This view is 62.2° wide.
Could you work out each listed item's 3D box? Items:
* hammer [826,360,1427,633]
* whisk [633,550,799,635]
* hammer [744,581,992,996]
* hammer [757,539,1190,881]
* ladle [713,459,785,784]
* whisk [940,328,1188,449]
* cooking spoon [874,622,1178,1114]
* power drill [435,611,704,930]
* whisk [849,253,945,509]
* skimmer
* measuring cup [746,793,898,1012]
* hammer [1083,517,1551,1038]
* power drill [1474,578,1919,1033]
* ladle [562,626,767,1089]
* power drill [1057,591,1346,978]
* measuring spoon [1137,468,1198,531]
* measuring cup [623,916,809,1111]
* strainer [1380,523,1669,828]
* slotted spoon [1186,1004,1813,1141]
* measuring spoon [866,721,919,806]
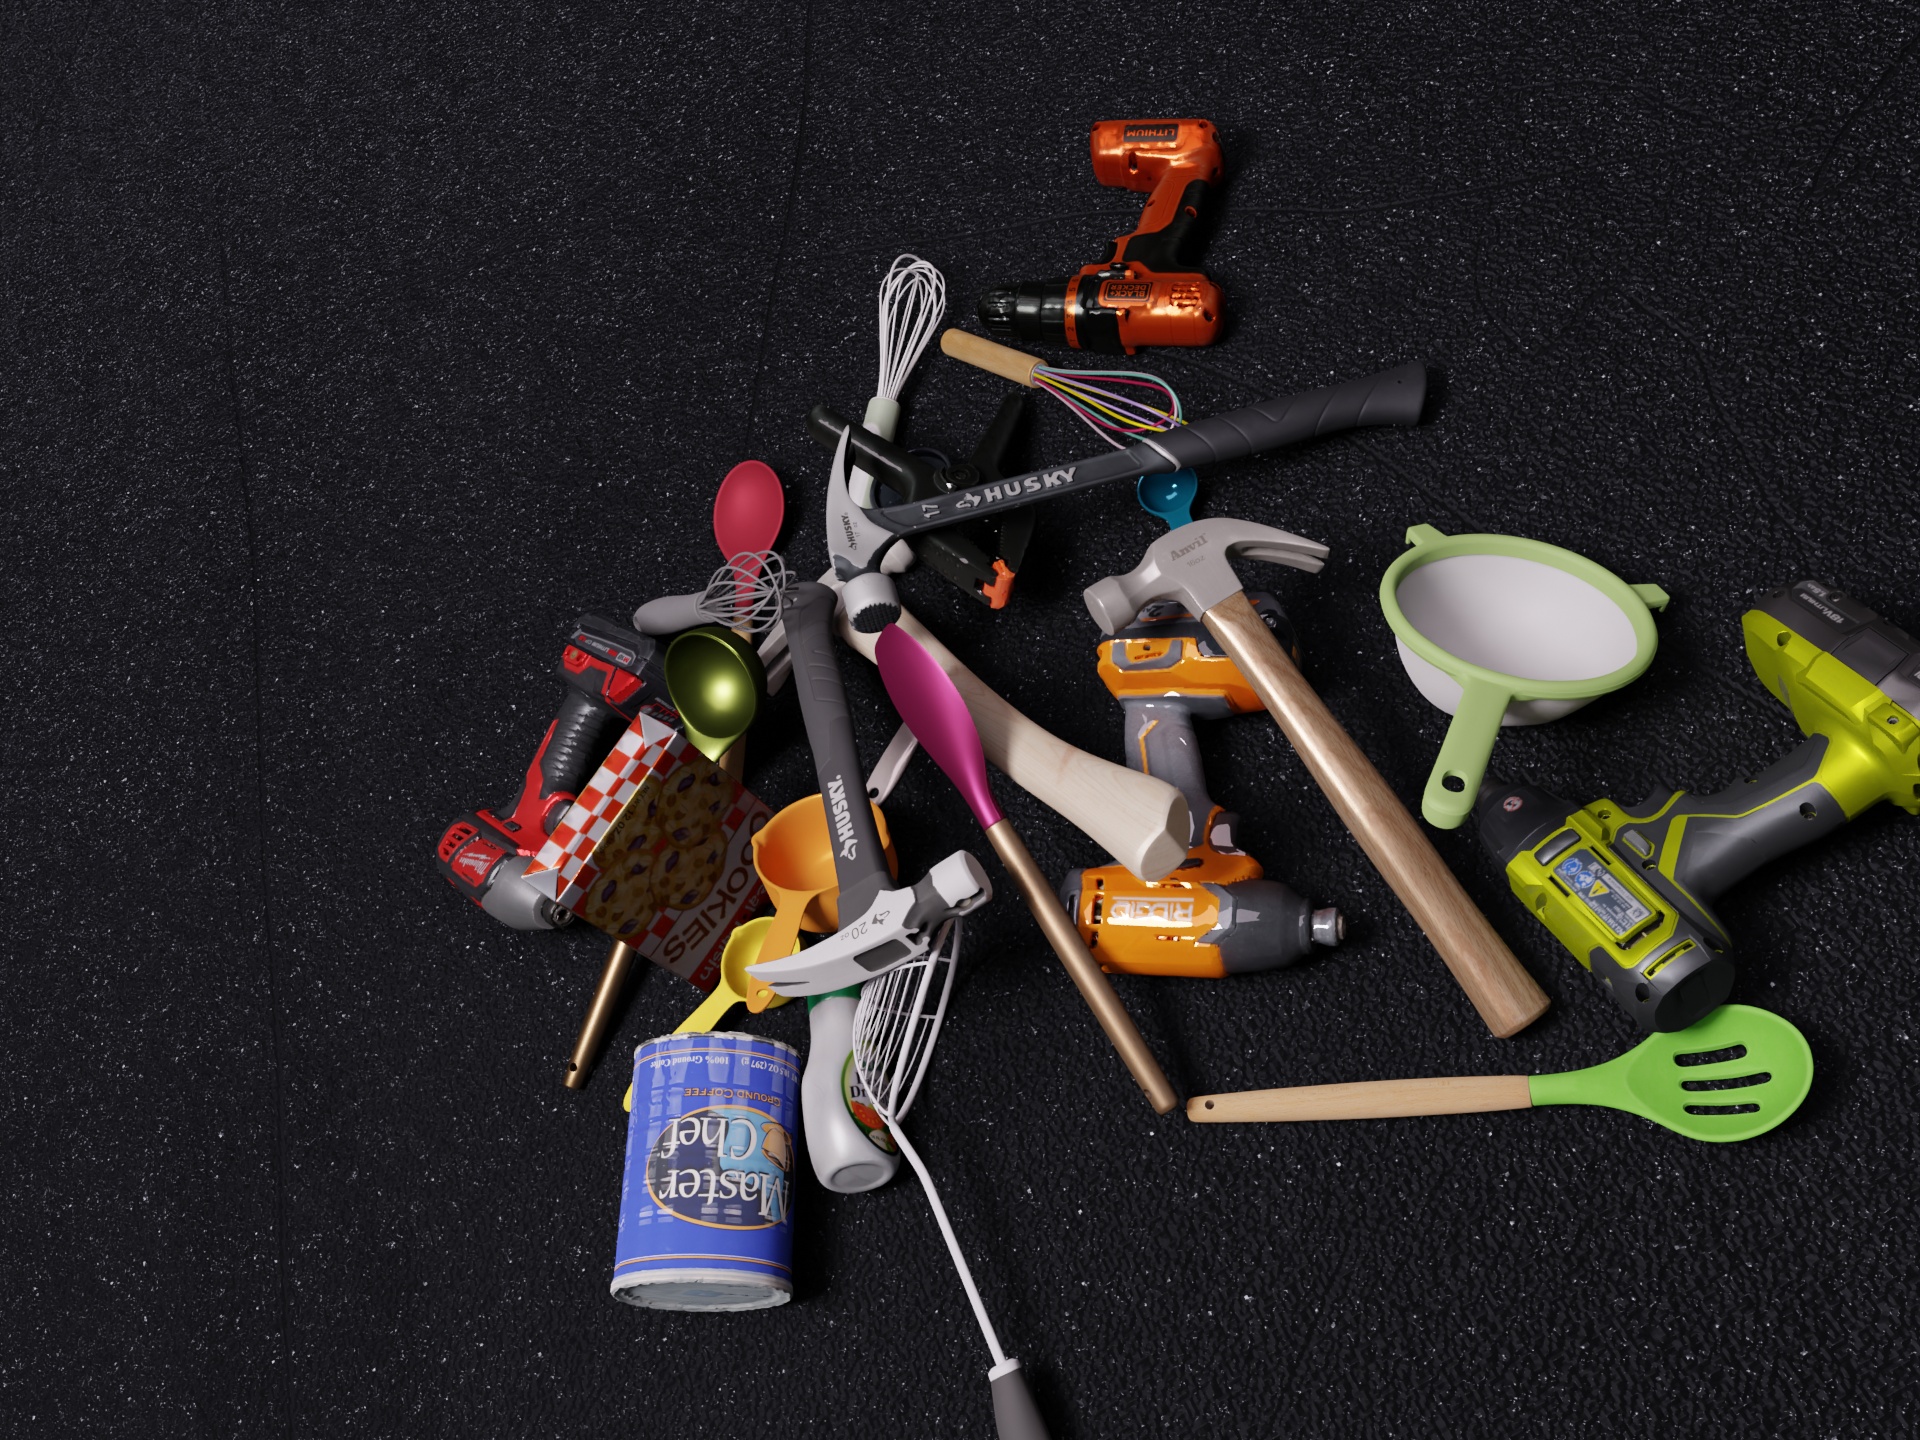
[{"bbox_3d":[0.109,-0.171,1.037,0.409,0.036,0.149,-15,59,-3],"label":"hammer"},{"bbox_3d":[-0.181,-0.083,1.124,0.239,0.055,0.055,-5,57,56],"label":"whisk"},{"bbox_3d":[-0.081,0.024,0.987,0.146,0.035,0.335,-33,41,13],"label":"hammer"},{"bbox_3d":[-0.002,-0.003,0.996,0.146,0.038,0.411,-47,39,-3],"label":"hammer"},{"bbox_3d":[-0.160,-0.051,1.162,0.069,0.031,0.316,-17,59,31],"label":"ladle"},{"bbox_3d":[0.070,-0.246,1.152,0.047,0.051,0.245,-39,47,-24],"label":"whisk"},{"bbox_3d":[0.033,0.081,0.906,0.017,0.068,0.319,-25,76,-30],"label":"cooking spoon"},{"bbox_3d":[-0.270,0.043,1.121,0.143,0.078,0.220,23,78,45],"label":"power drill"},{"bbox_3d":[-0.056,-0.247,1.211,0.058,0.059,0.246,-2,67,37],"label":"whisk"},{"bbox_3d":[0.027,0.281,0.866,0.090,0.127,0.364,-21,66,-8],"label":"skimmer"},{"bbox_3d":[-0.094,0.124,0.993,0.095,0.052,0.174,0,45,19],"label":"measuring cup"},{"bbox_3d":[0.213,0.025,0.882,0.130,0.031,0.331,-32,75,-9],"label":"hammer"},{"bbox_3d":[0.393,0.035,0.832,0.223,0.080,0.171,-38,42,5],"label":"power drill"},{"bbox_3d":[-0.207,0.091,1.056,0.078,0.062,0.320,18,84,25],"label":"ladle"},{"bbox_3d":[0.149,0.041,0.942,0.164,0.084,0.227,-1,68,24],"label":"power drill"},{"bbox_3d":[0.154,-0.117,1.067,0.042,0.021,0.129,-22,66,12],"label":"measuring spoon"},{"bbox_3d":[-0.157,0.195,1.027,0.156,0.029,0.062,-48,55,-3],"label":"measuring cup"},{"bbox_3d":[0.288,-0.009,0.873,0.151,0.069,0.256,18,44,19],"label":"strainer"},{"bbox_3d":[0.272,0.194,0.834,0.314,0.031,0.070,-9,53,22],"label":"slotted spoon"},{"bbox_3d":[-0.038,0.007,1.080,0.034,0.018,0.124,20,74,31],"label":"measuring spoon"}]
